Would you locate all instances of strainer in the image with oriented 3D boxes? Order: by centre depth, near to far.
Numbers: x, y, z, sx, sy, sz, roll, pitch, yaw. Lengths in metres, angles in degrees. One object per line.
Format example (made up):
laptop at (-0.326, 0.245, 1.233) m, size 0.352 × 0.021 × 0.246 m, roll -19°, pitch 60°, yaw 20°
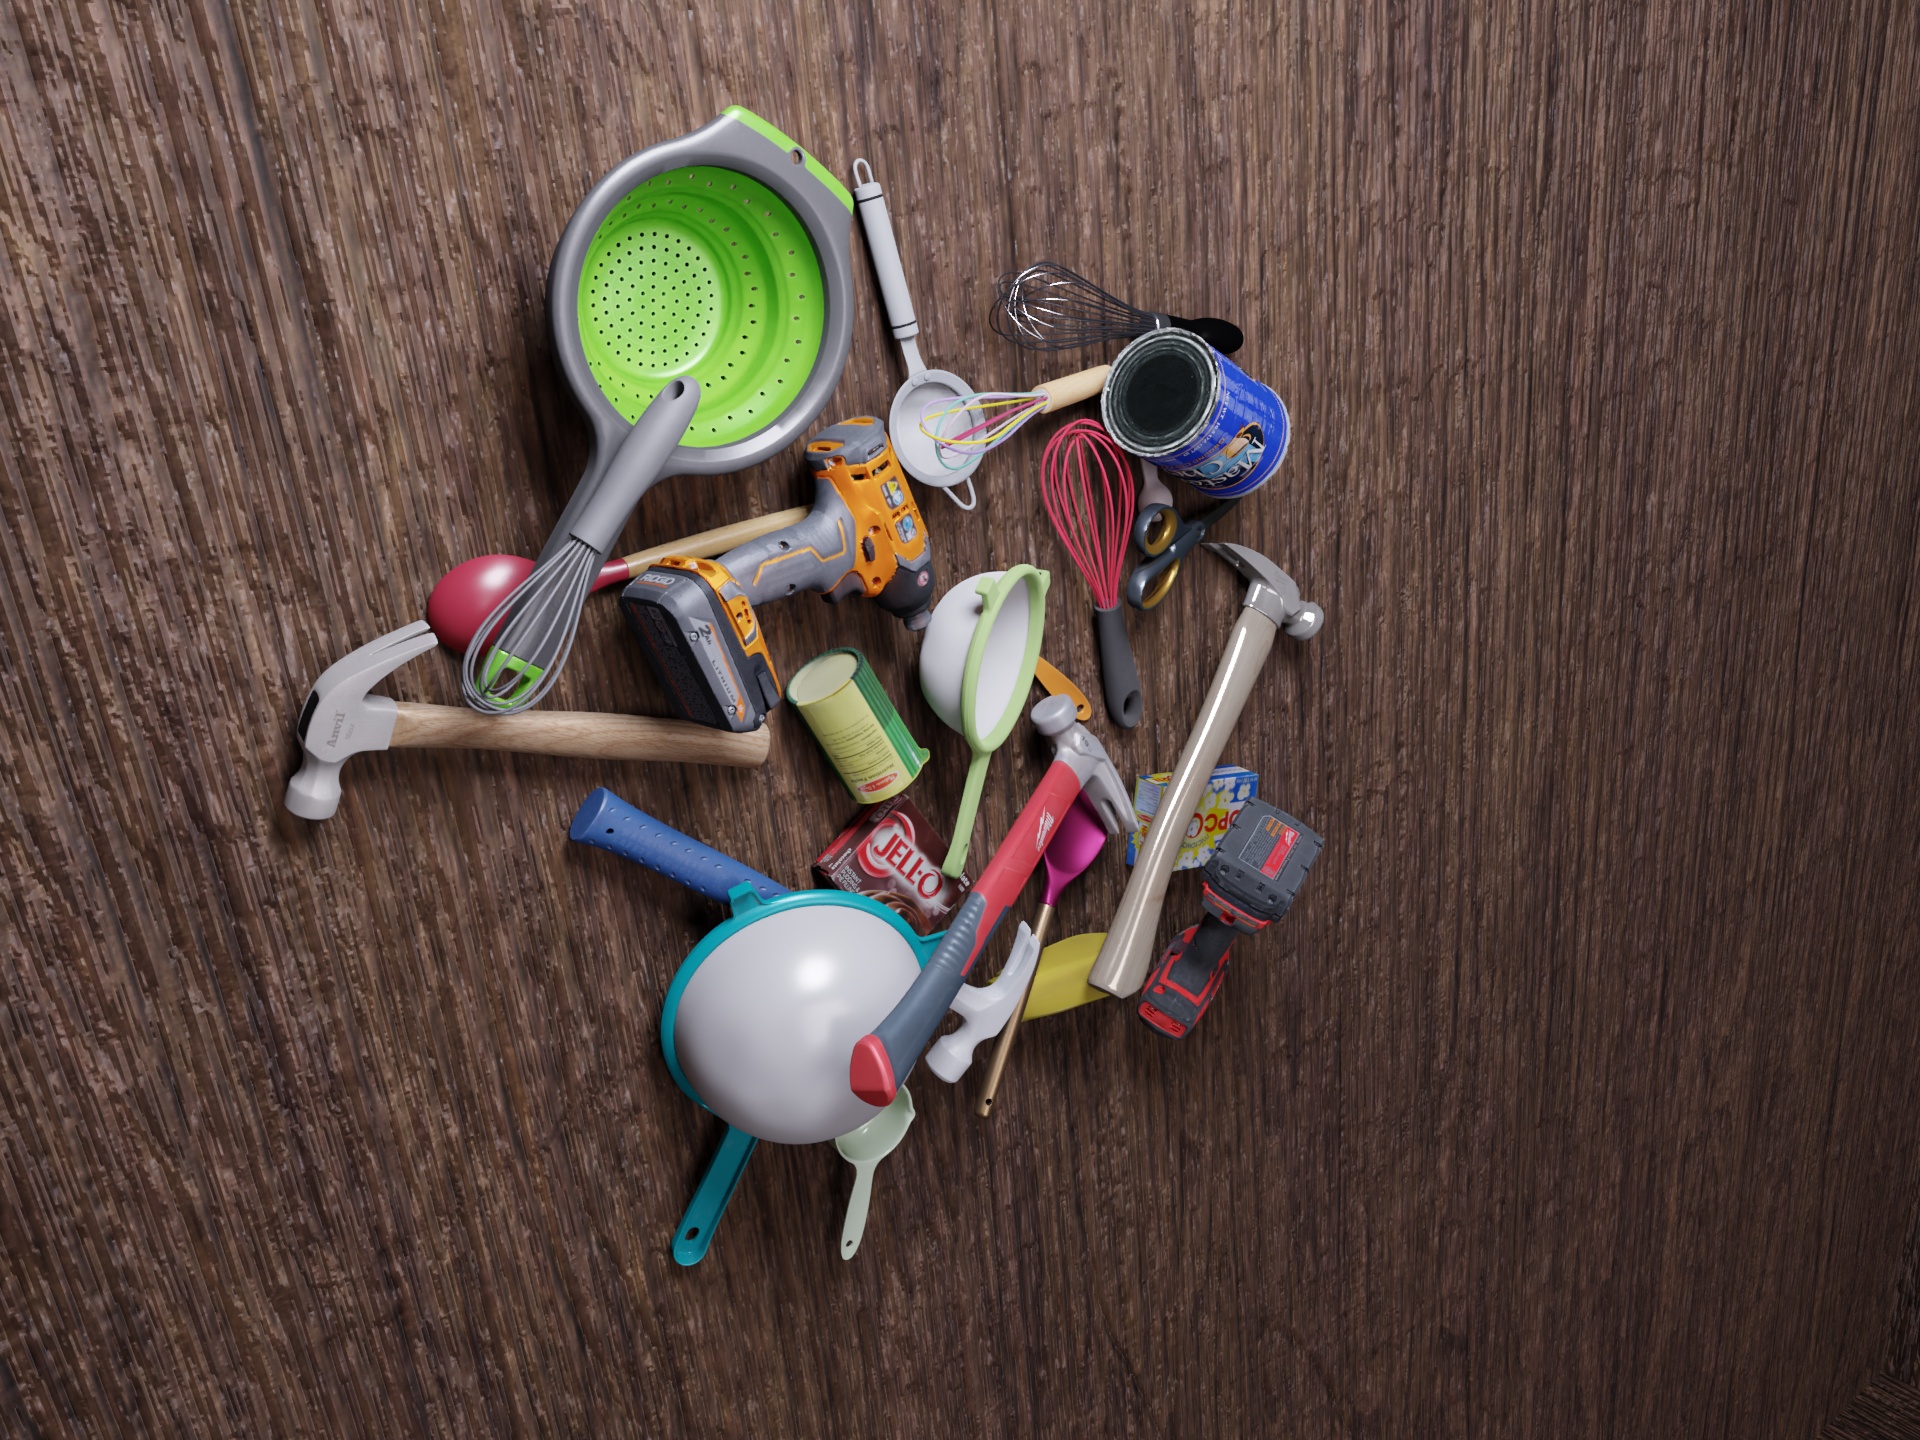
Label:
strainer at (-0.038, -0.277, 1.157) m, size 0.087 × 0.050 × 0.258 m, roll -29°, pitch 114°, yaw -31°
strainer at (-0.136, 0.293, 1.188) m, size 0.210 × 0.095 × 0.340 m, roll 18°, pitch 106°, yaw -29°
strainer at (-0.002, -0.004, 1.247) m, size 0.151 × 0.069 × 0.256 m, roll -20°, pitch 125°, yaw -68°

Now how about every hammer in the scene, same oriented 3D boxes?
hammer at (-0.269, 0.006, 1.064) m, size 0.331 × 0.031 × 0.130 m, roll 4°, pitch 117°, yaw -41°
hammer at (-0.109, 0.150, 1.205) m, size 0.405 × 0.035 × 0.144 m, roll 32°, pitch 100°, yaw -32°
hammer at (0.030, 0.150, 1.221) m, size 0.143 × 0.038 × 0.386 m, roll 59°, pitch 44°, yaw -24°
hammer at (0.197, 0.044, 1.397) m, size 0.146 × 0.038 × 0.411 m, roll 33°, pitch 75°, yaw -33°

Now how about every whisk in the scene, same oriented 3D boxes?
whisk at (-0.222, -0.106, 0.950) m, size 0.055 × 0.055 × 0.239 m, roll 37°, pitch 80°, yaw -39°
whisk at (0.052, -0.235, 1.200) m, size 0.245 × 0.047 × 0.051 m, roll -30°, pitch 110°, yaw -48°
whisk at (0.133, -0.317, 1.269) m, size 0.284 × 0.070 × 0.070 m, roll -4°, pitch 107°, yaw -42°
whisk at (0.120, -0.114, 1.323) m, size 0.073 × 0.073 × 0.295 m, roll -32°, pitch 128°, yaw -26°

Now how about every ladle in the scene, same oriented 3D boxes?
ladle at (-0.208, -0.110, 1.090) m, size 0.315 × 0.031 × 0.069 m, roll -22°, pitch 122°, yaw -33°

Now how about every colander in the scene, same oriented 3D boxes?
colander at (-0.216, -0.193, 1.013) m, size 0.204 × 0.095 × 0.397 m, roll 29°, pitch 88°, yaw -39°

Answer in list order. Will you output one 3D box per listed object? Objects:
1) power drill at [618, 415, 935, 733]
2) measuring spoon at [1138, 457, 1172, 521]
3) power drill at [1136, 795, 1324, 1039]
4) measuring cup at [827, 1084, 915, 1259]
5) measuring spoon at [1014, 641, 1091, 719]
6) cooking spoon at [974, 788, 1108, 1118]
power drill at (-0.109, -0.088, 1.110) m, size 0.226 × 0.084 × 0.164 m, roll -42°, pitch 125°, yaw -30°
measuring spoon at (0.163, -0.226, 1.340) m, size 0.034 × 0.018 × 0.124 m, roll -24°, pitch 117°, yaw -30°
power drill at (0.238, 0.180, 1.440) m, size 0.143 × 0.078 × 0.219 m, roll -47°, pitch 164°, yaw -46°
measuring cup at (-0.089, 0.368, 1.327) m, size 0.083 × 0.038 × 0.167 m, roll 1°, pitch 106°, yaw -38°
measuring spoon at (0.078, -0.033, 1.345) m, size 0.021 × 0.011 × 0.116 m, roll -51°, pitch 132°, yaw -3°
cooking spoon at (0.066, 0.182, 1.356) m, size 0.068 × 0.017 × 0.319 m, roll 24°, pitch 75°, yaw -21°
